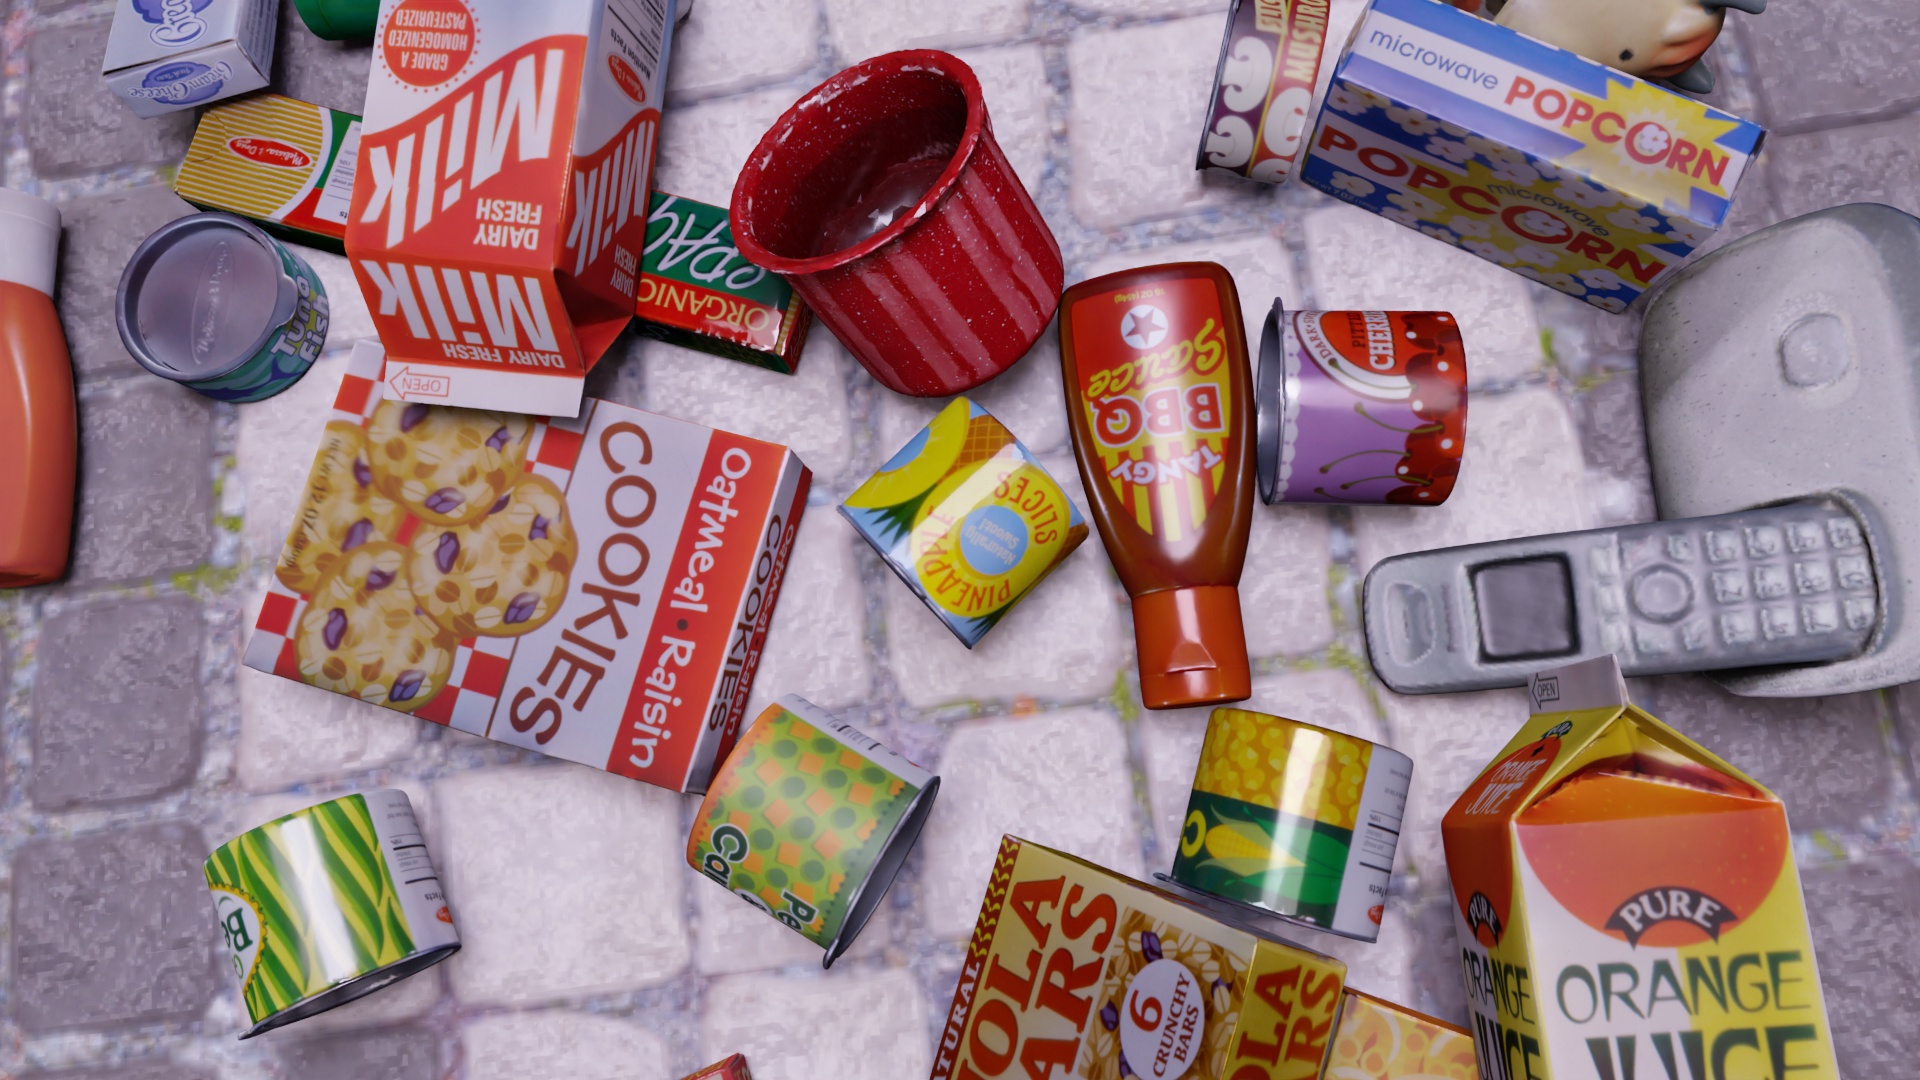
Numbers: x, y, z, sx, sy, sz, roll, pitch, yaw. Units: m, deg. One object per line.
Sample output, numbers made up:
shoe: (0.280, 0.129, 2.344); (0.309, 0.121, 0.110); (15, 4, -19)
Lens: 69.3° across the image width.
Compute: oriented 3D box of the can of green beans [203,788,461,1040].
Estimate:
can of green beans: (-0.209, 0.122, 0.463); (0.071, 0.071, 0.058); (-25, 78, 0)

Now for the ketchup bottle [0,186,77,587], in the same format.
ketchup bottle: (-0.367, -0.058, 0.523); (0.065, 0.043, 0.149); (-3, 79, 4)

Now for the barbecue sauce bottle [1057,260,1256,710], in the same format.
barbecue sauce bottle: (0.072, -0.018, 0.475); (0.065, 0.043, 0.148); (-8, 79, 12)

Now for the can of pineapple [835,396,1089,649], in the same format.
can of pineapple: (0.002, -0.006, 0.467); (0.058, 0.071, 0.071); (-43, 79, -3)

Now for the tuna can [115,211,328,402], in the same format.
tuna can: (-0.276, -0.087, 0.525); (0.071, 0.033, 0.071); (-1, 80, 5)

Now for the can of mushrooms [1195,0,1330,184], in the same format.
can of mushrooms: (0.105, -0.162, 0.486); (0.033, 0.071, 0.071); (13, 81, 6)

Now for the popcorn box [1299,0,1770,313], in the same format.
popcorn box: (0.183, -0.129, 0.465); (0.127, 0.085, 0.038); (26, 84, 9)

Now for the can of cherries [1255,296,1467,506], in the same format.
can of cherries: (0.131, -0.046, 0.462); (0.058, 0.071, 0.071); (1, 80, 5)

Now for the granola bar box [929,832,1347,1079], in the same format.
granola bar box: (0.035, 0.182, 0.404); (0.039, 0.124, 0.165); (23, 80, -30)

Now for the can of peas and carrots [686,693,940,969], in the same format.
can of peas and carrots: (-0.049, 0.094, 0.453); (0.059, 0.071, 0.071); (29, 84, 10)

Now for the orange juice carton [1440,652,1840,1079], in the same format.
orange juice carton: (0.185, 0.129, 0.383); (0.073, 0.071, 0.193); (-6, 77, 4)

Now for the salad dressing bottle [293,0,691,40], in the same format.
salad dressing bottle: (-0.181, -0.219, 0.537); (0.148, 0.044, 0.064); (-3, 84, 6)

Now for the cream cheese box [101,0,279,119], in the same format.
cream cheese box: (-0.294, -0.212, 0.539); (0.053, 0.024, 0.104); (-13, 59, 3)

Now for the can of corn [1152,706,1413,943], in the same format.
can of corn: (0.103, 0.089, 0.442); (0.071, 0.071, 0.058); (15, 81, 8)

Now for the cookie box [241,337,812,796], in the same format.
cookie box: (-0.150, 0.009, 0.493); (0.167, 0.040, 0.123); (14, 81, 9)

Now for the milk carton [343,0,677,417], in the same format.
milk carton: (-0.149, -0.138, 0.468); (0.072, 0.073, 0.190); (6, 87, 7)

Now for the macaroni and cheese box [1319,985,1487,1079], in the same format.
macaroni and cheese box: (0.151, 0.238, 0.422); (0.124, 0.040, 0.166); (18, 81, 9)

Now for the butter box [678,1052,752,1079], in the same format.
butter box: (-0.111, 0.215, 0.458); (0.103, 0.024, 0.053); (-24, 79, 1)

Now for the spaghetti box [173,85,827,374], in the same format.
spaghetti box: (-0.172, -0.118, 0.524); (0.250, 0.028, 0.050); (16, 81, 8)
